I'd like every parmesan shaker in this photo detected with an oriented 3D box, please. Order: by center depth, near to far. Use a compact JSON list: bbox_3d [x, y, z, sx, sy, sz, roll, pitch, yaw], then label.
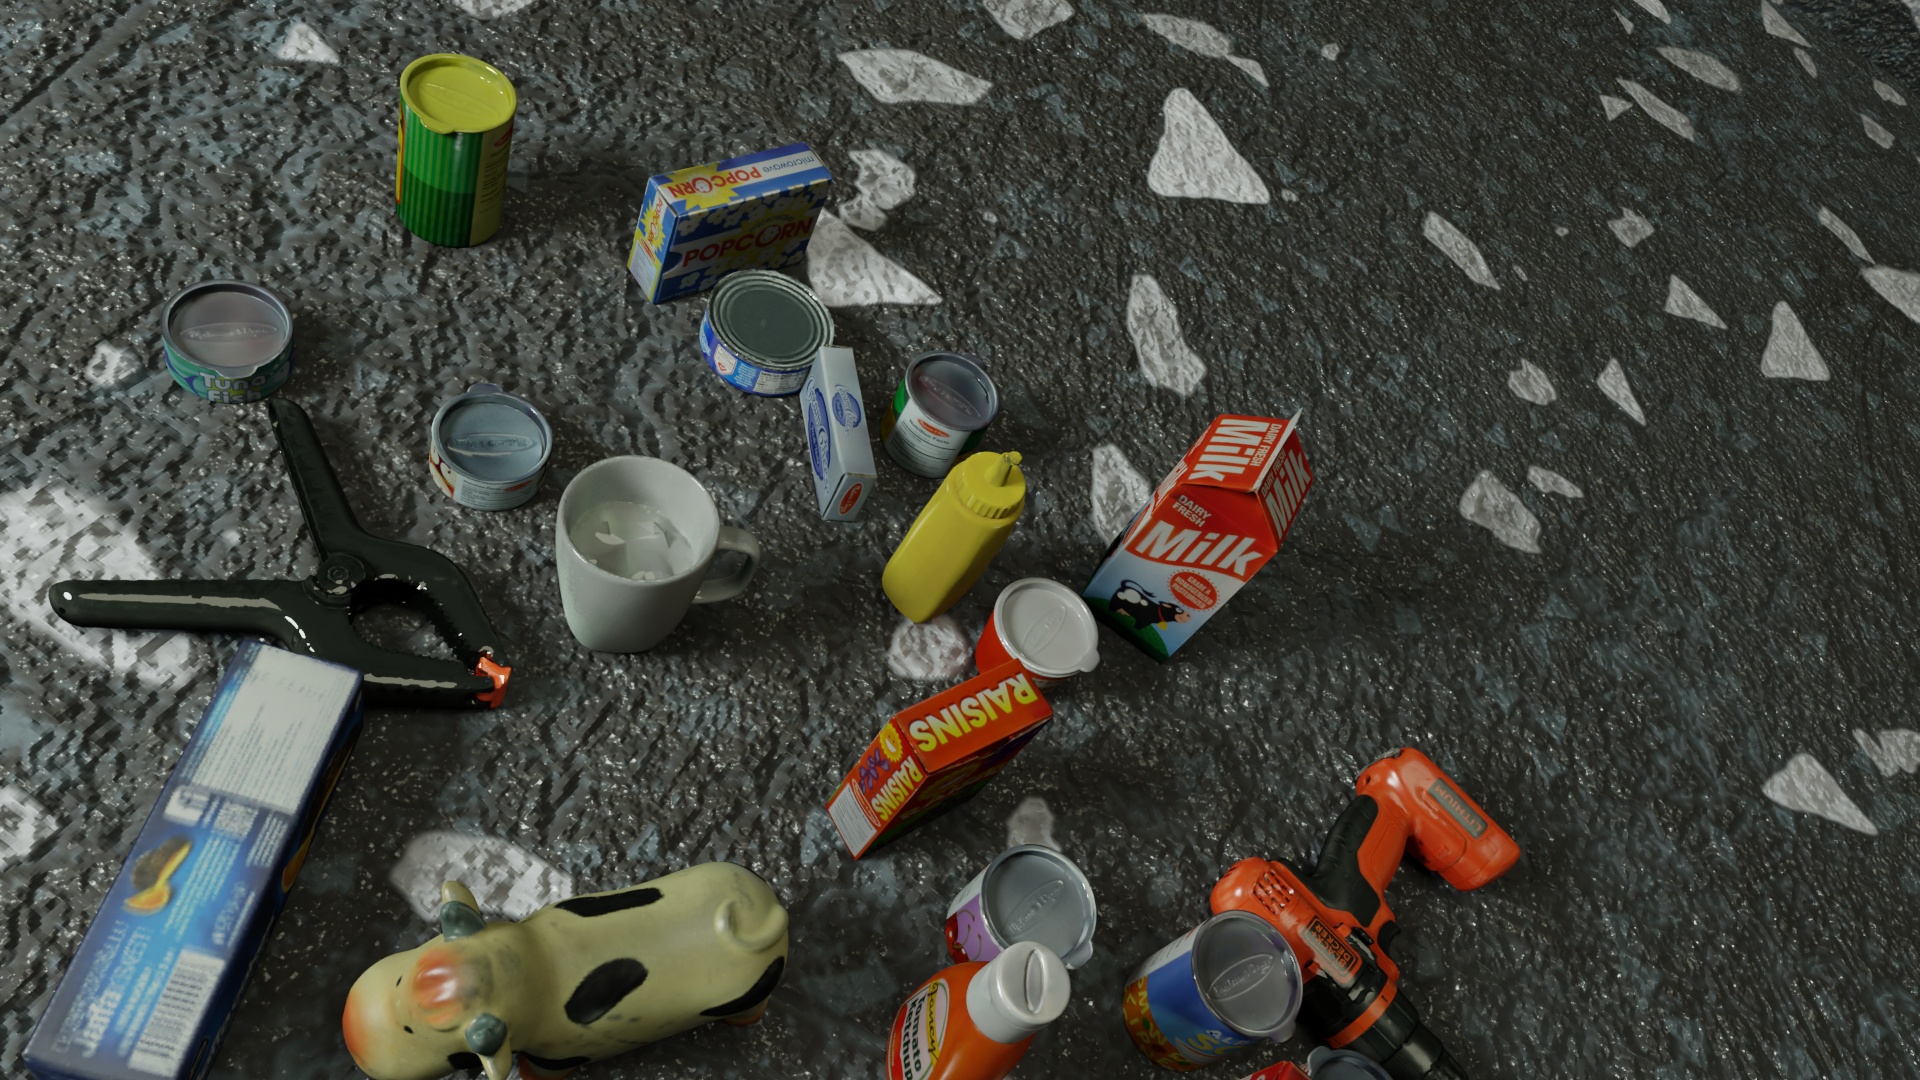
[{"bbox_3d":[-0.318,-0.239,0.867,0.071,0.102,0.071,12,54,-17],"label":"parmesan shaker"}]

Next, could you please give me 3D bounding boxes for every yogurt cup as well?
[{"bbox_3d":[0.044,0.064,0.856,0.072,0.053,0.073,12,54,-17],"label":"yogurt cup"}]

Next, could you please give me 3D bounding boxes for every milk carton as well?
[{"bbox_3d":[0.153,-0.008,0.867,0.073,0.189,0.073,35,51,1],"label":"milk carton"}]

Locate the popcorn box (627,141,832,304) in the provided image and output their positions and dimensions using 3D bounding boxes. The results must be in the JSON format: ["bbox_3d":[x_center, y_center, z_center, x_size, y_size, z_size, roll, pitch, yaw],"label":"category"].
[{"bbox_3d":[-0.155,-0.214,0.936,0.127,0.084,0.038,-25,71,-35],"label":"popcorn box"}]

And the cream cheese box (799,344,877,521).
[{"bbox_3d":[-0.079,-0.069,0.891,0.024,0.053,0.104,2,57,-24],"label":"cream cheese box"}]

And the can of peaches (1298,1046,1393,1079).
[{"bbox_3d":[0.198,0.315,0.752,0.071,0.057,0.071,12,54,-17],"label":"can of peaches"}]

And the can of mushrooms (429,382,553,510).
[{"bbox_3d":[-0.272,-0.054,0.805,0.071,0.033,0.071,12,54,-17],"label":"can of mushrooms"}]

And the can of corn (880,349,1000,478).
[{"bbox_3d":[-0.013,-0.085,0.929,0.071,0.058,0.071,12,54,-17],"label":"can of corn"}]

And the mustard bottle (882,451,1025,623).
[{"bbox_3d":[0.003,-0.010,0.820,0.049,0.159,0.065,44,51,8],"label":"mustard bottle"}]

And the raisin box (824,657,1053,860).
[{"bbox_3d":[-0.014,0.119,0.747,0.086,0.122,0.040,-20,68,-34],"label":"raisin box"}]

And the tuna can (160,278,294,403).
[{"bbox_3d":[-0.410,-0.110,0.780,0.071,0.032,0.071,12,54,-17],"label":"tuna can"}]

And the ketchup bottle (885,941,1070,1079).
[{"bbox_3d":[0.007,0.231,0.664,0.043,0.148,0.065,14,53,-16],"label":"ketchup bottle"}]

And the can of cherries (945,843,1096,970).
[{"bbox_3d":[0.033,0.208,0.750,0.071,0.058,0.072,12,54,-17],"label":"can of cherries"}]

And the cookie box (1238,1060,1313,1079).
[{"bbox_3d":[0.097,0.317,0.634,0.040,0.166,0.123,38,51,3],"label":"cookie box"}]

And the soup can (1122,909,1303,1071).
[{"bbox_3d":[0.136,0.248,0.753,0.071,0.083,0.072,12,54,-17],"label":"soup can"}]
